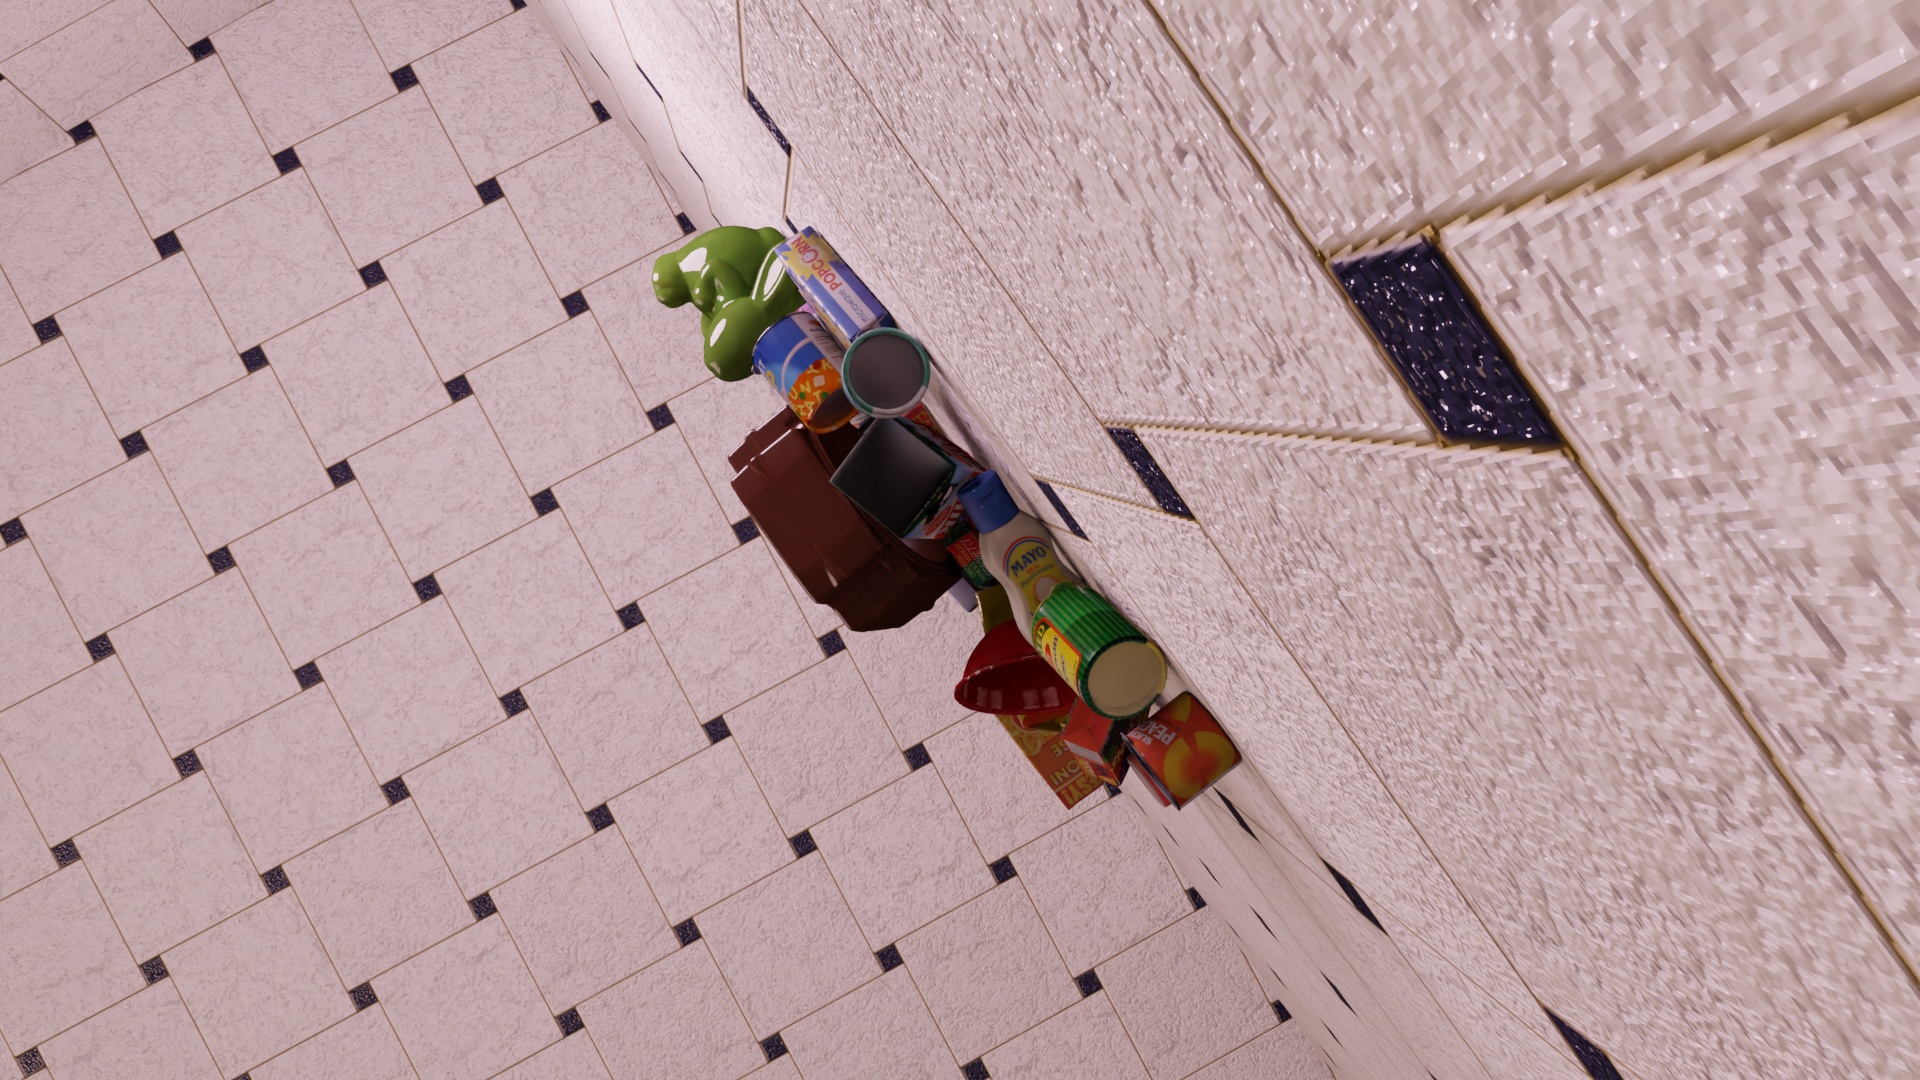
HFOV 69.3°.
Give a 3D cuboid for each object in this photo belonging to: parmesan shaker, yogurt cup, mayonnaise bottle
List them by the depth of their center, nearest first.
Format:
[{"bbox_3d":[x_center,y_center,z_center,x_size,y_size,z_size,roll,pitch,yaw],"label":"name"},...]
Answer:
[{"bbox_3d":[0.099,0.079,1.017,0.071,0.071,0.103,55,176,-25],"label":"parmesan shaker"},{"bbox_3d":[0.049,0.015,1.098,0.148,0.065,0.041,58,173,-15],"label":"mayonnaise bottle"},{"bbox_3d":[0.181,0.193,1.201,0.072,0.054,0.072,53,176,6],"label":"yogurt cup"}]

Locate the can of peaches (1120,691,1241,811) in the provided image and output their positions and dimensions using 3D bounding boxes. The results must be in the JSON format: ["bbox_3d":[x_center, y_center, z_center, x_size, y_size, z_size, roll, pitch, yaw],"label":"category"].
[{"bbox_3d":[0.158,0.149,0.998,0.071,0.058,0.071,53,177,4],"label":"can of peaches"}]

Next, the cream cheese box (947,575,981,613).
[{"bbox_3d":[-0.015,0.029,1.447,0.104,0.024,0.053,47,-171,4],"label":"cream cheese box"}]

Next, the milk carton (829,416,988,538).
[{"bbox_3d":[-0.032,-0.050,1.139,0.073,0.072,0.190,39,-173,10],"label":"milk carton"}]

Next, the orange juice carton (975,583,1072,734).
[{"bbox_3d":[0.078,0.123,1.395,0.191,0.073,0.072,67,-173,-48],"label":"orange juice carton"}]

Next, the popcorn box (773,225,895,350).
[{"bbox_3d":[-0.092,-0.187,1.128,0.127,0.038,0.085,51,177,31],"label":"popcorn box"}]

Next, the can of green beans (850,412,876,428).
[{"bbox_3d":[-0.103,-0.153,1.427,0.057,0.071,0.071,56,175,-34],"label":"can of green beans"}]

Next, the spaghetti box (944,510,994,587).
[{"bbox_3d":[0.005,-0.017,1.330,0.050,0.028,0.251,53,-173,-15],"label":"spaghetti box"}]

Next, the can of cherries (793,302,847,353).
[{"bbox_3d":[-0.115,-0.189,1.247,0.071,0.058,0.071,52,176,5],"label":"can of cherries"}]

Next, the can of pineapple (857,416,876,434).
[{"bbox_3d":[-0.063,-0.102,1.382,0.057,0.071,0.071,54,177,-18],"label":"can of pineapple"}]

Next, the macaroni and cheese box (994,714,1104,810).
[{"bbox_3d":[0.118,0.198,1.539,0.166,0.124,0.040,54,178,-16],"label":"macaroni and cheese box"}]

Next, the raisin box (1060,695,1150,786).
[{"bbox_3d":[0.130,0.155,1.205,0.040,0.086,0.123,17,162,21],"label":"raisin box"}]

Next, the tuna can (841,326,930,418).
[{"bbox_3d":[-0.056,-0.126,1.029,0.071,0.071,0.033,53,176,-4],"label":"tuna can"}]

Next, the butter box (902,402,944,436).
[{"bbox_3d":[-0.038,-0.085,1.331,0.103,0.053,0.024,55,174,-38],"label":"butter box"}]

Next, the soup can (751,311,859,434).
[{"bbox_3d":[-0.127,-0.138,1.167,0.084,0.071,0.071,49,176,20],"label":"soup can"}]
